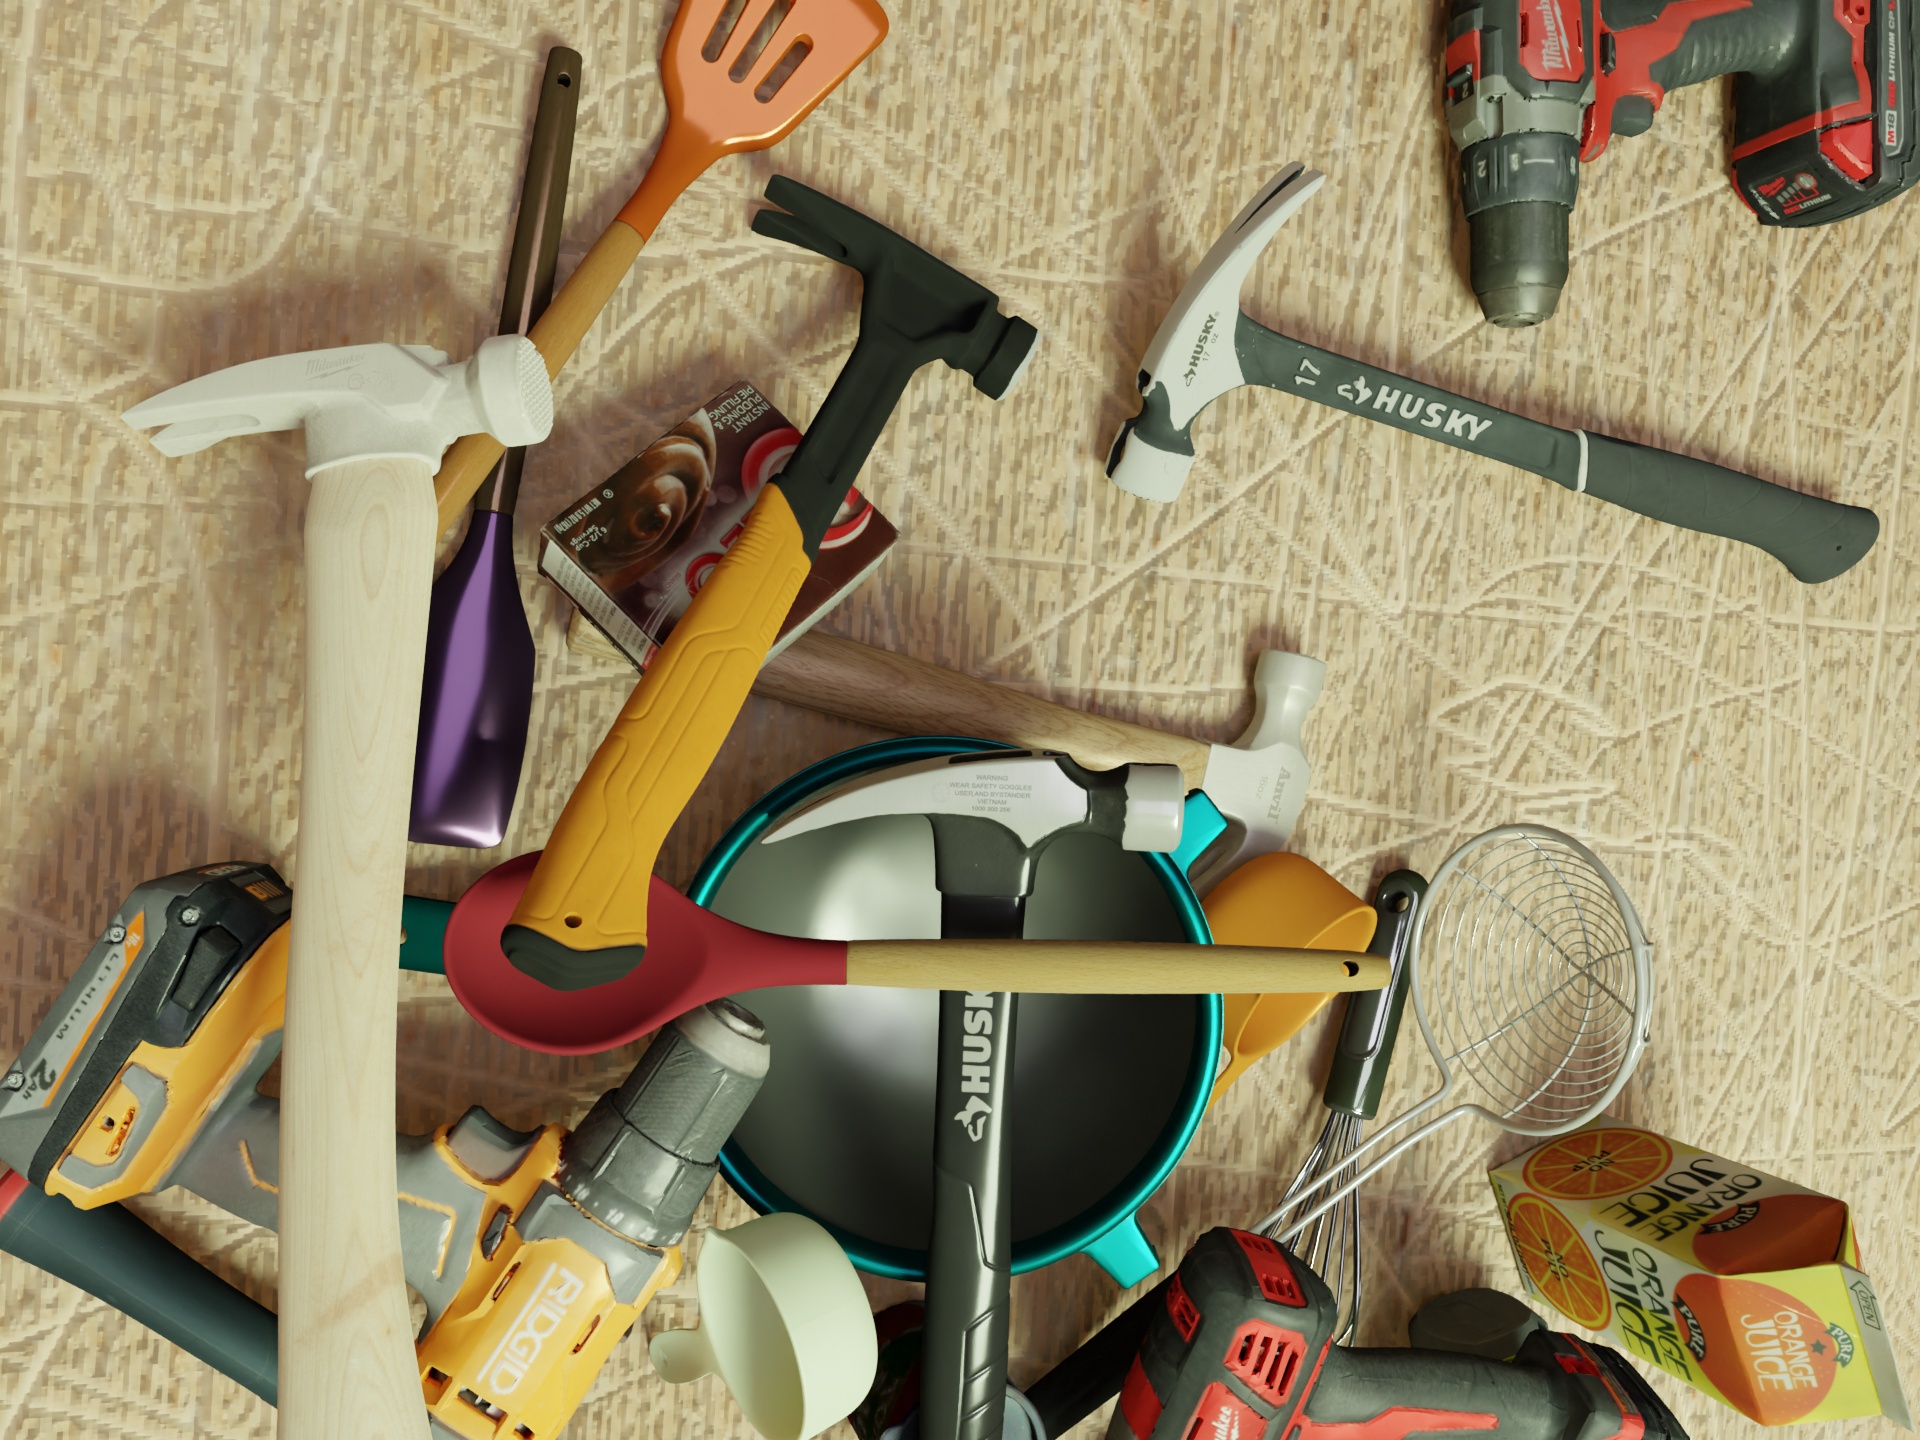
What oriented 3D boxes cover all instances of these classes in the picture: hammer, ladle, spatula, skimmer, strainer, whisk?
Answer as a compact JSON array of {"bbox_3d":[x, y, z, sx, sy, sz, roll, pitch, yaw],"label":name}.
[{"bbox_3d":[-0.001,-0.002,0.677,0.331,0.031,0.130,15,87,-17],"label":"hammer"},{"bbox_3d":[-0.012,0.081,0.537,0.315,0.031,0.069,2,76,-1],"label":"ladle"},{"bbox_3d":[-0.139,-0.172,0.610,0.081,0.041,0.323,34,73,-17],"label":"spatula"},{"bbox_3d":[-0.187,0.282,0.582,0.386,0.143,0.038,38,83,-11],"label":"hammer"},{"bbox_3d":[0.135,0.191,0.672,0.363,0.127,0.090,-39,128,2],"label":"skimmer"},{"bbox_3d":[-0.069,0.097,0.639,0.340,0.095,0.211,8,97,3],"label":"strainer"},{"bbox_3d":[-0.203,0.067,0.504,0.146,0.038,0.411,-7,71,4],"label":"hammer"},{"bbox_3d":[-0.002,0.176,0.580,0.146,0.035,0.335,3,97,2],"label":"hammer"},{"bbox_3d":[0.272,-0.131,0.738,0.408,0.036,0.149,11,116,-22],"label":"hammer"},{"bbox_3d":[0.176,0.187,0.733,0.059,0.058,0.246,26,78,-51],"label":"whisk"},{"bbox_3d":[-0.181,-0.107,0.623,0.059,0.018,0.316,10,90,-22],"label":"spatula"},{"bbox_3d":[-0.078,-0.058,0.574,0.127,0.034,0.337,29,58,-10],"label":"hammer"}]

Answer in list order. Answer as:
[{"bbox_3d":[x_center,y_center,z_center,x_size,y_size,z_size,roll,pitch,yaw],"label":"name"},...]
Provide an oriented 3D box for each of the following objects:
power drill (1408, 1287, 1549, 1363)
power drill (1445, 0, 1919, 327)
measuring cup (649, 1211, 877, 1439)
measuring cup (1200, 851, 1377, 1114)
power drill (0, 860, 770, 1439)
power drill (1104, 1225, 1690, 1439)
[{"bbox_3d":[0.188,0.389,0.727,0.228,0.080,0.190,-14,95,-19],"label":"power drill"},{"bbox_3d":[0.334,-0.279,0.751,0.226,0.080,0.188,-1,92,-15],"label":"power drill"},{"bbox_3d":[-0.079,0.231,0.602,0.038,0.167,0.083,-15,75,-33],"label":"measuring cup"},{"bbox_3d":[0.108,0.132,0.704,0.173,0.052,0.095,-53,149,13],"label":"measuring cup"},{"bbox_3d":[-0.196,0.137,0.566,0.226,0.084,0.185,34,89,-3],"label":"power drill"},{"bbox_3d":[0.165,0.295,0.635,0.219,0.079,0.143,19,101,-13],"label":"power drill"}]
